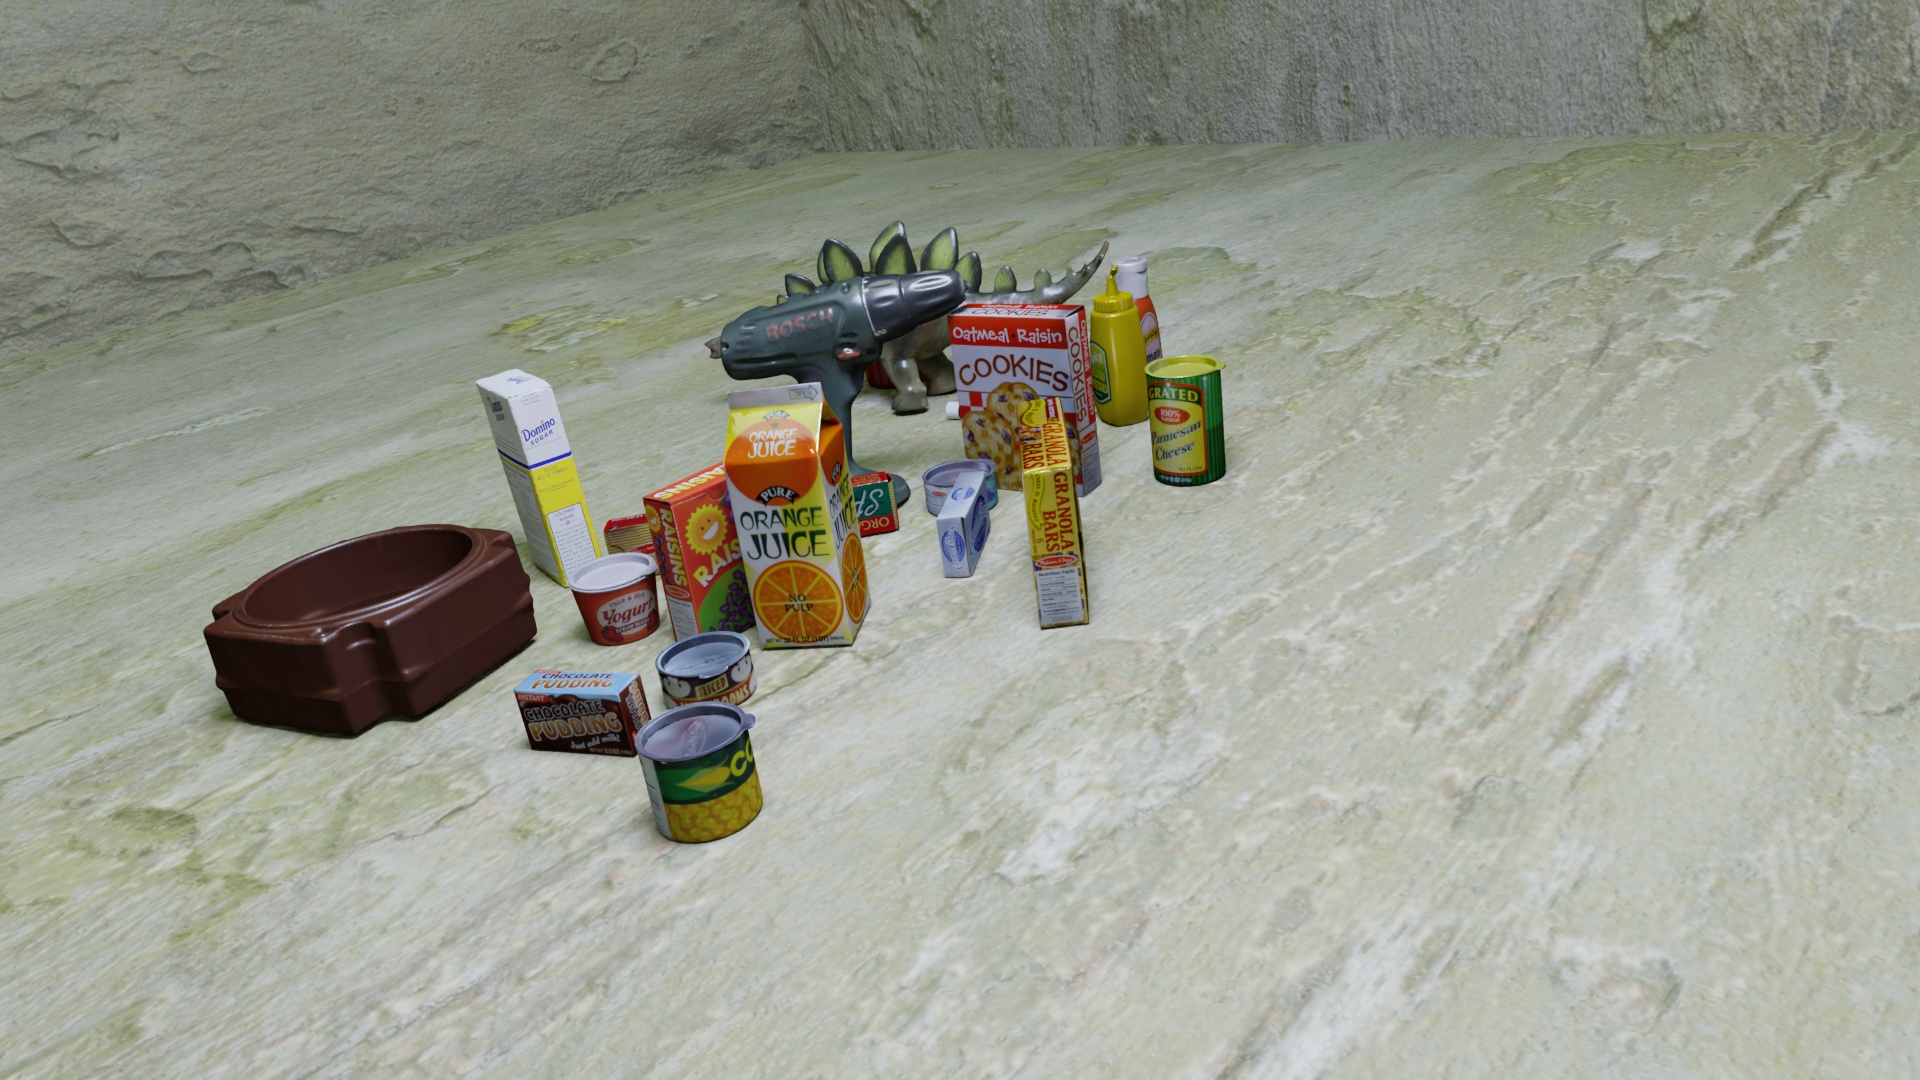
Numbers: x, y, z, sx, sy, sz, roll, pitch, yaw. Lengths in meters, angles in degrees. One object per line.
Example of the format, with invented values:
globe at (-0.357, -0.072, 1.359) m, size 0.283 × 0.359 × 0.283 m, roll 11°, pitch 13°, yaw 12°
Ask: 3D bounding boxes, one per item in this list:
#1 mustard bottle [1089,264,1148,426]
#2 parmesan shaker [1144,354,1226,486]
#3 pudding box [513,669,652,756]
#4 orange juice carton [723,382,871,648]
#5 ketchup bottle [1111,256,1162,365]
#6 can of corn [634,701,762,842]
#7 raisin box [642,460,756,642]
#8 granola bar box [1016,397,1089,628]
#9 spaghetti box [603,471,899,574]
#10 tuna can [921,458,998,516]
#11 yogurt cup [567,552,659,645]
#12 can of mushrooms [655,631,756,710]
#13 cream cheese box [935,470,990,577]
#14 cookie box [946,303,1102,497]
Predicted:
mustard bottle at (0.156, -0.197, 1.393) m, size 0.049 × 0.159 × 0.065 m, roll -15°, pitch 23°, yaw -16°
parmesan shaker at (0.203, -0.106, 1.234) m, size 0.071 × 0.102 × 0.071 m, roll -7°, pitch 22°, yaw 3°
pudding box at (-0.250, 0.114, 0.926) m, size 0.084 × 0.049 × 0.030 m, roll 1°, pitch 24°, yaw 20°
orange juice carton at (-0.121, -0.021, 1.021) m, size 0.072 × 0.191 × 0.073 m, roll -4°, pitch 22°, yaw 11°
ketchup bottle at (0.181, -0.220, 1.454) m, size 0.043 × 0.148 × 0.065 m, roll 14°, pitch 31°, yaw 42°
can of corn at (-0.152, 0.137, 0.827) m, size 0.071 × 0.058 × 0.071 m, roll -7°, pitch 22°, yaw 3°
raisin box at (-0.186, 0.011, 1.056) m, size 0.040 × 0.123 × 0.086 m, roll 12°, pitch 30°, yaw 41°
granola bar box at (0.069, -0.025, 1.056) m, size 0.039 × 0.123 × 0.166 m, roll -7°, pitch 22°, yaw 3°
spaghetti box at (-0.179, -0.013, 1.206) m, size 0.250 × 0.050 × 0.029 m, roll -11°, pitch 22°, yaw -6°
tuna can at (0.002, -0.048, 1.251) m, size 0.071 × 0.032 × 0.071 m, roll -7°, pitch 22°, yaw 3°
yogurt cup at (-0.268, 0.047, 1.088) m, size 0.072 × 0.053 × 0.073 m, roll -7°, pitch 22°, yaw 3°
can of mushrooms at (-0.177, 0.094, 0.972) m, size 0.071 × 0.033 × 0.071 m, roll -7°, pitch 22°, yaw 3°
cream cheese box at (0.004, -0.014, 1.144) m, size 0.024 × 0.053 × 0.104 m, roll -3°, pitch 23°, yaw 13°
cookie box at (0.058, -0.128, 1.250) m, size 0.123 × 0.166 × 0.040 m, roll 7°, pitch 27°, yaw 33°
